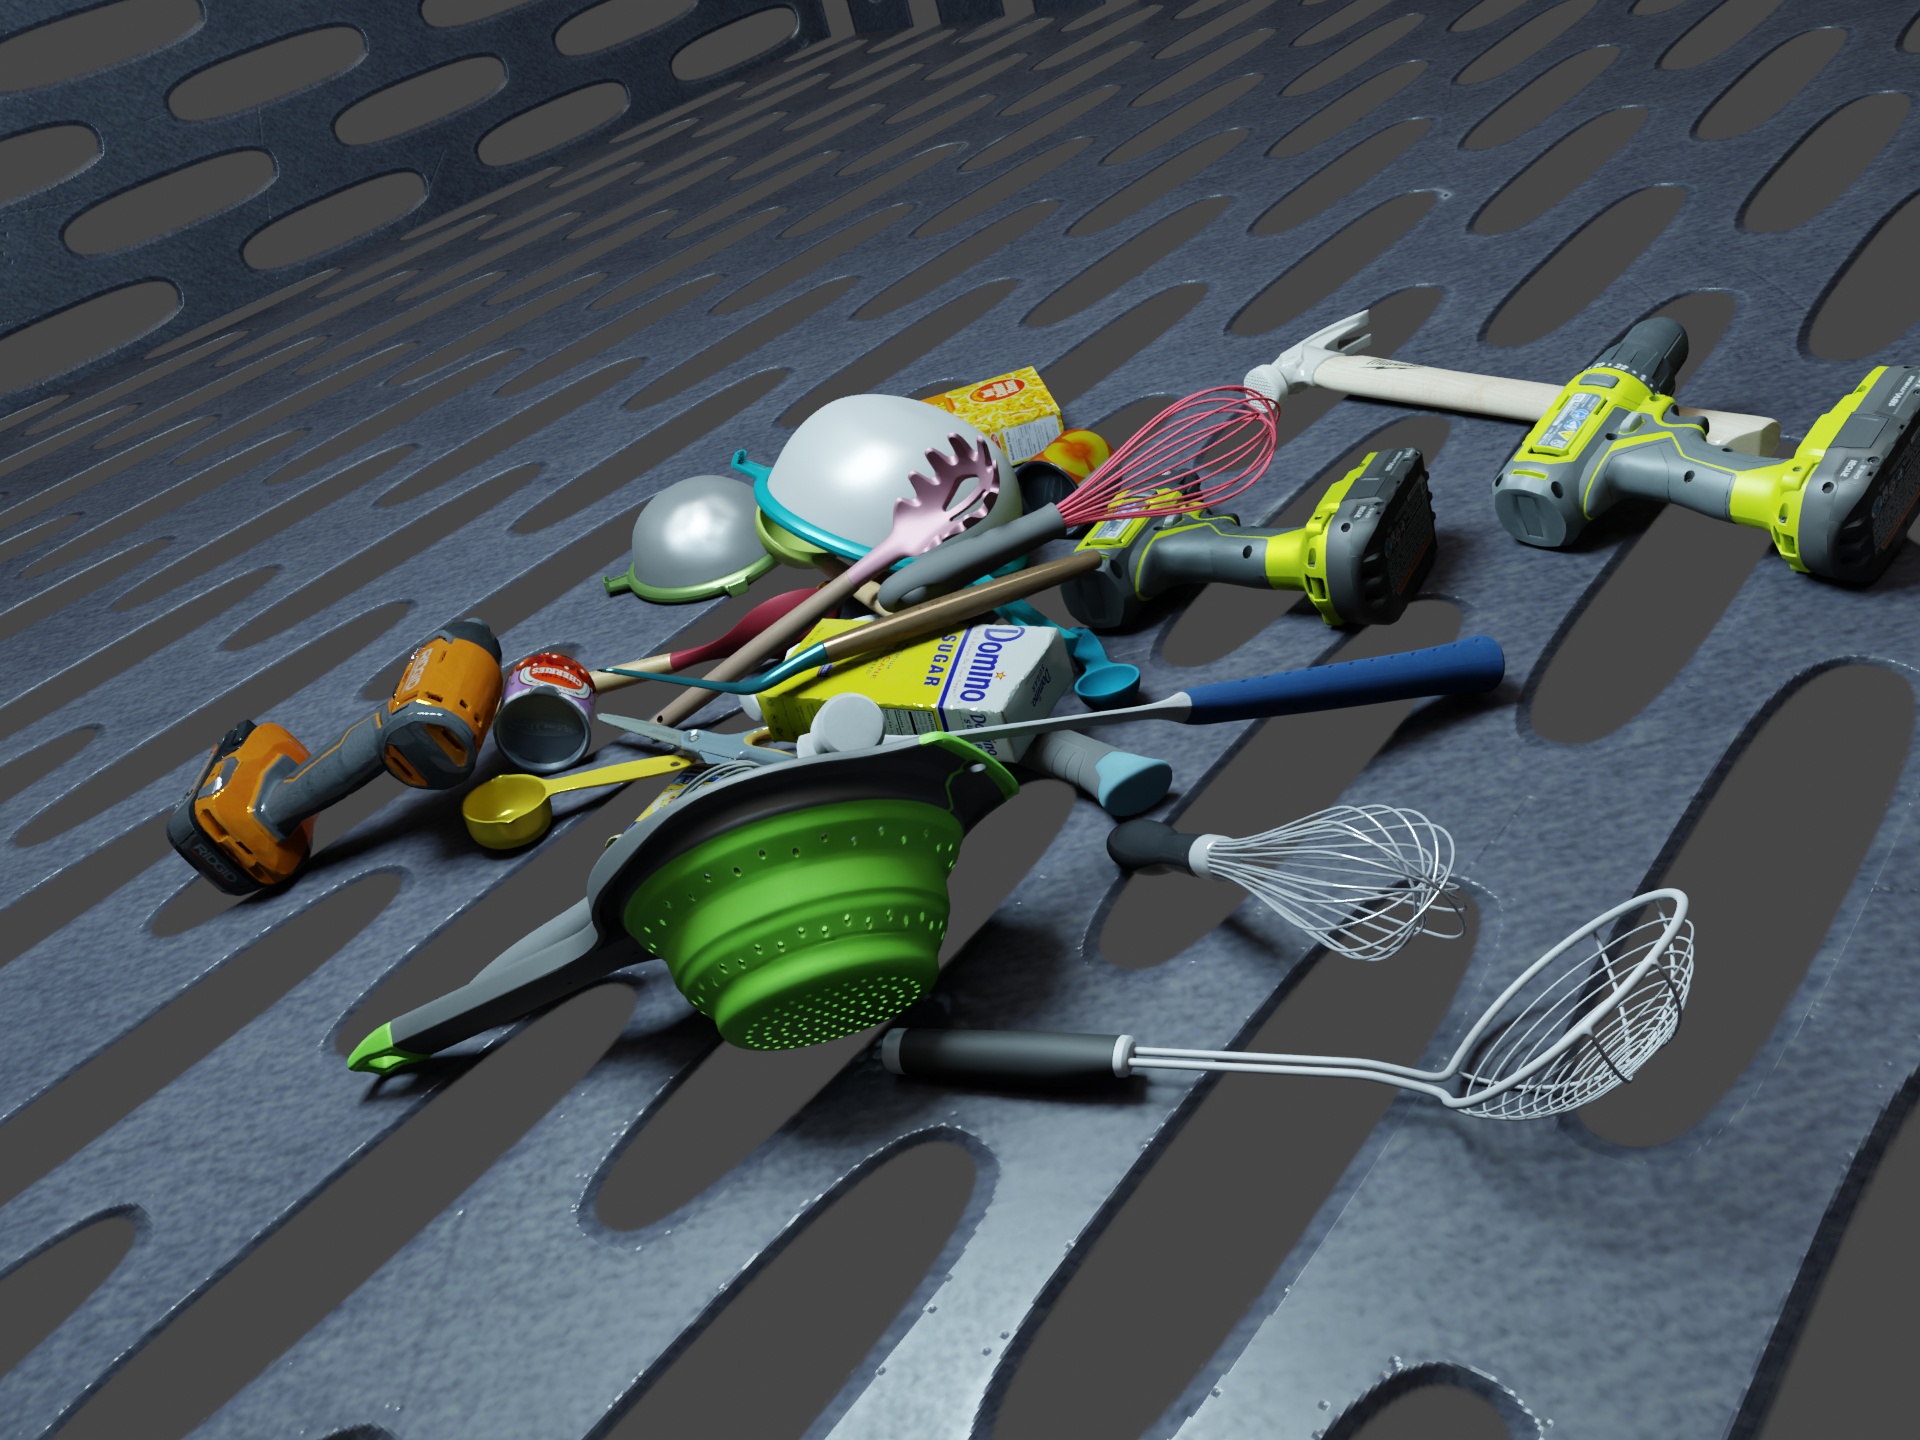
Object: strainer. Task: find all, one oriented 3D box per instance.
[{"bbox_3d":[-0.008,-0.156,1.127,0.211,0.095,0.341,0,27,-34],"label":"strainer"},{"bbox_3d":[-0.192,-0.195,1.367,0.151,0.069,0.256,5,39,30],"label":"strainer"}]

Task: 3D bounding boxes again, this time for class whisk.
[{"bbox_3d":[0.136,0.067,0.751,0.070,0.070,0.285,-29,10,-19],"label":"whisk"},{"bbox_3d":[-0.188,0.097,0.875,0.239,0.055,0.055,-36,29,13],"label":"whisk"},{"bbox_3d":[0.081,-0.138,1.030,0.296,0.073,0.073,-26,33,-8],"label":"whisk"}]

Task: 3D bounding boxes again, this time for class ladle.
[{"bbox_3d":[-0.235,-0.038,1.171,0.315,0.069,0.031,-14,59,13],"label":"ladle"},{"bbox_3d":[-0.085,-0.119,1.167,0.078,0.062,0.320,3,15,-22],"label":"ladle"}]

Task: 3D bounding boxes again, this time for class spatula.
[{"bbox_3d":[-0.062,-0.061,0.974,0.317,0.044,0.082,-19,4,-11],"label":"spatula"}]

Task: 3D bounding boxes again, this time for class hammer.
[{"bbox_3d":[-0.002,-0.003,1.018,0.128,0.033,0.331,-37,37,-28],"label":"hammer"},{"bbox_3d":[0.108,-0.005,0.870,0.405,0.035,0.144,-8,-11,-16],"label":"hammer"},{"bbox_3d":[0.415,-0.249,1.205,0.146,0.038,0.411,-33,36,-26],"label":"hammer"}]

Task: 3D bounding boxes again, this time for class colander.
[{"bbox_3d":[-0.146,0.137,0.809,0.397,0.204,0.095,-26,64,15],"label":"colander"}]

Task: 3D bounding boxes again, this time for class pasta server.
[{"bbox_3d":[-0.097,-0.081,1.067,0.316,0.040,0.060,-35,64,17],"label":"pasta server"}]

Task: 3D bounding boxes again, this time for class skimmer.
[{"bbox_3d":[0.128,0.124,0.707,0.363,0.090,0.127,-3,10,23],"label":"skimmer"}]

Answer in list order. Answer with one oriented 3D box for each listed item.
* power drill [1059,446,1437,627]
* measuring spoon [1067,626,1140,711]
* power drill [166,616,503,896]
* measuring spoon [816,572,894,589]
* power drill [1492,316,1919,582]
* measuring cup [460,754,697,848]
[{"bbox_3d":[0.198,-0.128,1.081,0.223,0.080,0.171,3,37,34],"label":"power drill"},{"bbox_3d":[0.089,-0.033,1.044,0.042,0.021,0.129,-18,23,-1],"label":"measuring spoon"},{"bbox_3d":[-0.412,0.014,1.088,0.226,0.084,0.164,-26,31,14],"label":"power drill"},{"bbox_3d":[-0.054,-0.105,1.224,0.117,0.011,0.021,-5,32,11],"label":"measuring spoon"},{"bbox_3d":[0.478,-0.178,0.999,0.229,0.080,0.190,21,63,45],"label":"power drill"},{"bbox_3d":[-0.252,0.052,1.065,0.156,0.029,0.062,-12,31,-16],"label":"measuring cup"}]
